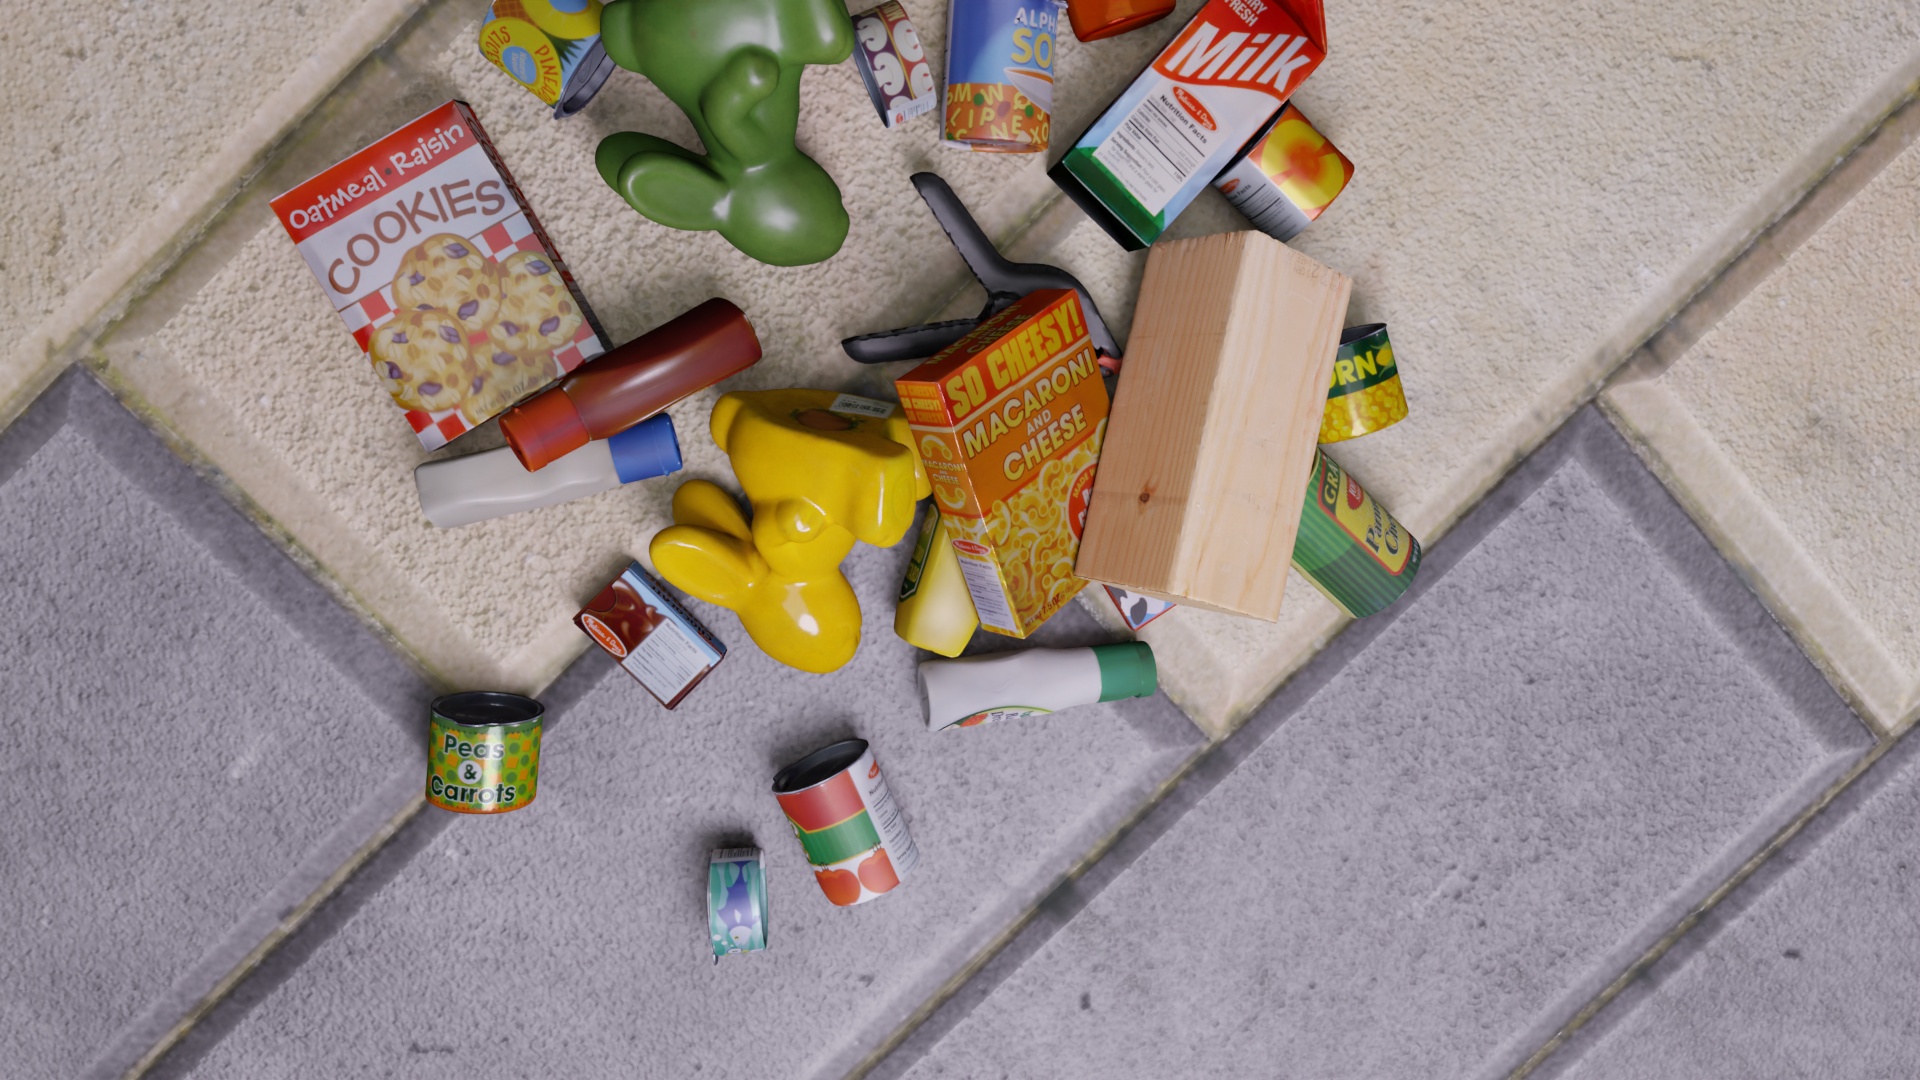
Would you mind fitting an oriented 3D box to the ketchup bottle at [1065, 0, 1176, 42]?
[{"bbox_3d":[0.078,-0.375,0.816,0.065,0.043,0.148,-18,99,-3],"label":"ketchup bottle"}]

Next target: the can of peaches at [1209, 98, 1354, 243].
[{"bbox_3d":[0.195,-0.223,0.837,0.058,0.071,0.071,42,94,-9],"label":"can of peaches"}]

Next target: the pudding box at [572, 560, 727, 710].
[{"bbox_3d":[-0.192,0.059,0.866,0.049,0.030,0.083,-45,99,4],"label":"pudding box"}]

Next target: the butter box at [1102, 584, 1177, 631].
[{"bbox_3d":[0.139,0.008,0.887,0.103,0.024,0.053,-32,99,1],"label":"butter box"}]

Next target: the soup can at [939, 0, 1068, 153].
[{"bbox_3d":[0.025,-0.273,0.814,0.071,0.071,0.083,3,99,-5],"label":"soup can"}]

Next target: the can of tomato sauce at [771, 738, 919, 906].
[{"bbox_3d":[-0.073,0.178,0.875,0.071,0.071,0.083,-24,100,0],"label":"can of tomato sauce"}]

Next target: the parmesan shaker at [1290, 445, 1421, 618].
[{"bbox_3d":[0.229,-0.009,0.865,0.103,0.071,0.071,38,94,-21],"label":"parmesan shaker"}]

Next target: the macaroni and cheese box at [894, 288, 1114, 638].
[{"bbox_3d":[0.039,-0.046,0.812,0.124,0.040,0.165,-38,120,-34],"label":"macaroni and cheese box"}]

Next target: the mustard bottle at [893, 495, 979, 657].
[{"bbox_3d":[0.003,-0.011,0.857,0.049,0.065,0.160,18,91,-13],"label":"mustard bottle"}]

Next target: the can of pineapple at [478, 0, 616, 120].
[{"bbox_3d":[-0.232,-0.285,0.792,0.058,0.071,0.071,36,94,-8],"label":"can of pineapple"}]

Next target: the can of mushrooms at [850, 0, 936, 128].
[{"bbox_3d":[-0.042,-0.280,0.809,0.033,0.071,0.071,-23,100,-1],"label":"can of mushrooms"}]

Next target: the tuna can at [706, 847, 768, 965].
[{"bbox_3d":[-0.140,0.230,0.876,0.033,0.071,0.071,-3,99,-4],"label":"tuna can"}]

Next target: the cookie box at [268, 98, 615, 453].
[{"bbox_3d":[-0.303,-0.155,0.821,0.123,0.040,0.167,-29,101,0],"label":"cookie box"}]

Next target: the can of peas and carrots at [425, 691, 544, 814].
[{"bbox_3d":[-0.291,0.130,0.848,0.071,0.071,0.058,6,99,-5],"label":"can of peas and carrots"}]

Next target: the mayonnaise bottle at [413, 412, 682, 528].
[{"bbox_3d":[-0.244,-0.043,0.832,0.148,0.064,0.041,-14,87,-7],"label":"mayonnaise bottle"}]

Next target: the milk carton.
[{"bbox_3d":[0.145,-0.266,0.823,0.073,0.072,0.190,43,94,-9],"label":"milk carton"}]

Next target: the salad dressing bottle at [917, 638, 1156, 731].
[{"bbox_3d":[0.049,0.089,0.876,0.148,0.064,0.044,-6,78,-11],"label":"salad dressing bottle"}]

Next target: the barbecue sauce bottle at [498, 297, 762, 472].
[{"bbox_3d":[-0.191,-0.090,0.803,0.149,0.065,0.043,-32,118,-21],"label":"barbecue sauce bottle"}]

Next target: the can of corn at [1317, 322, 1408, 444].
[{"bbox_3d":[0.236,-0.096,0.856,0.071,0.071,0.058,-19,101,-1],"label":"can of corn"}]
